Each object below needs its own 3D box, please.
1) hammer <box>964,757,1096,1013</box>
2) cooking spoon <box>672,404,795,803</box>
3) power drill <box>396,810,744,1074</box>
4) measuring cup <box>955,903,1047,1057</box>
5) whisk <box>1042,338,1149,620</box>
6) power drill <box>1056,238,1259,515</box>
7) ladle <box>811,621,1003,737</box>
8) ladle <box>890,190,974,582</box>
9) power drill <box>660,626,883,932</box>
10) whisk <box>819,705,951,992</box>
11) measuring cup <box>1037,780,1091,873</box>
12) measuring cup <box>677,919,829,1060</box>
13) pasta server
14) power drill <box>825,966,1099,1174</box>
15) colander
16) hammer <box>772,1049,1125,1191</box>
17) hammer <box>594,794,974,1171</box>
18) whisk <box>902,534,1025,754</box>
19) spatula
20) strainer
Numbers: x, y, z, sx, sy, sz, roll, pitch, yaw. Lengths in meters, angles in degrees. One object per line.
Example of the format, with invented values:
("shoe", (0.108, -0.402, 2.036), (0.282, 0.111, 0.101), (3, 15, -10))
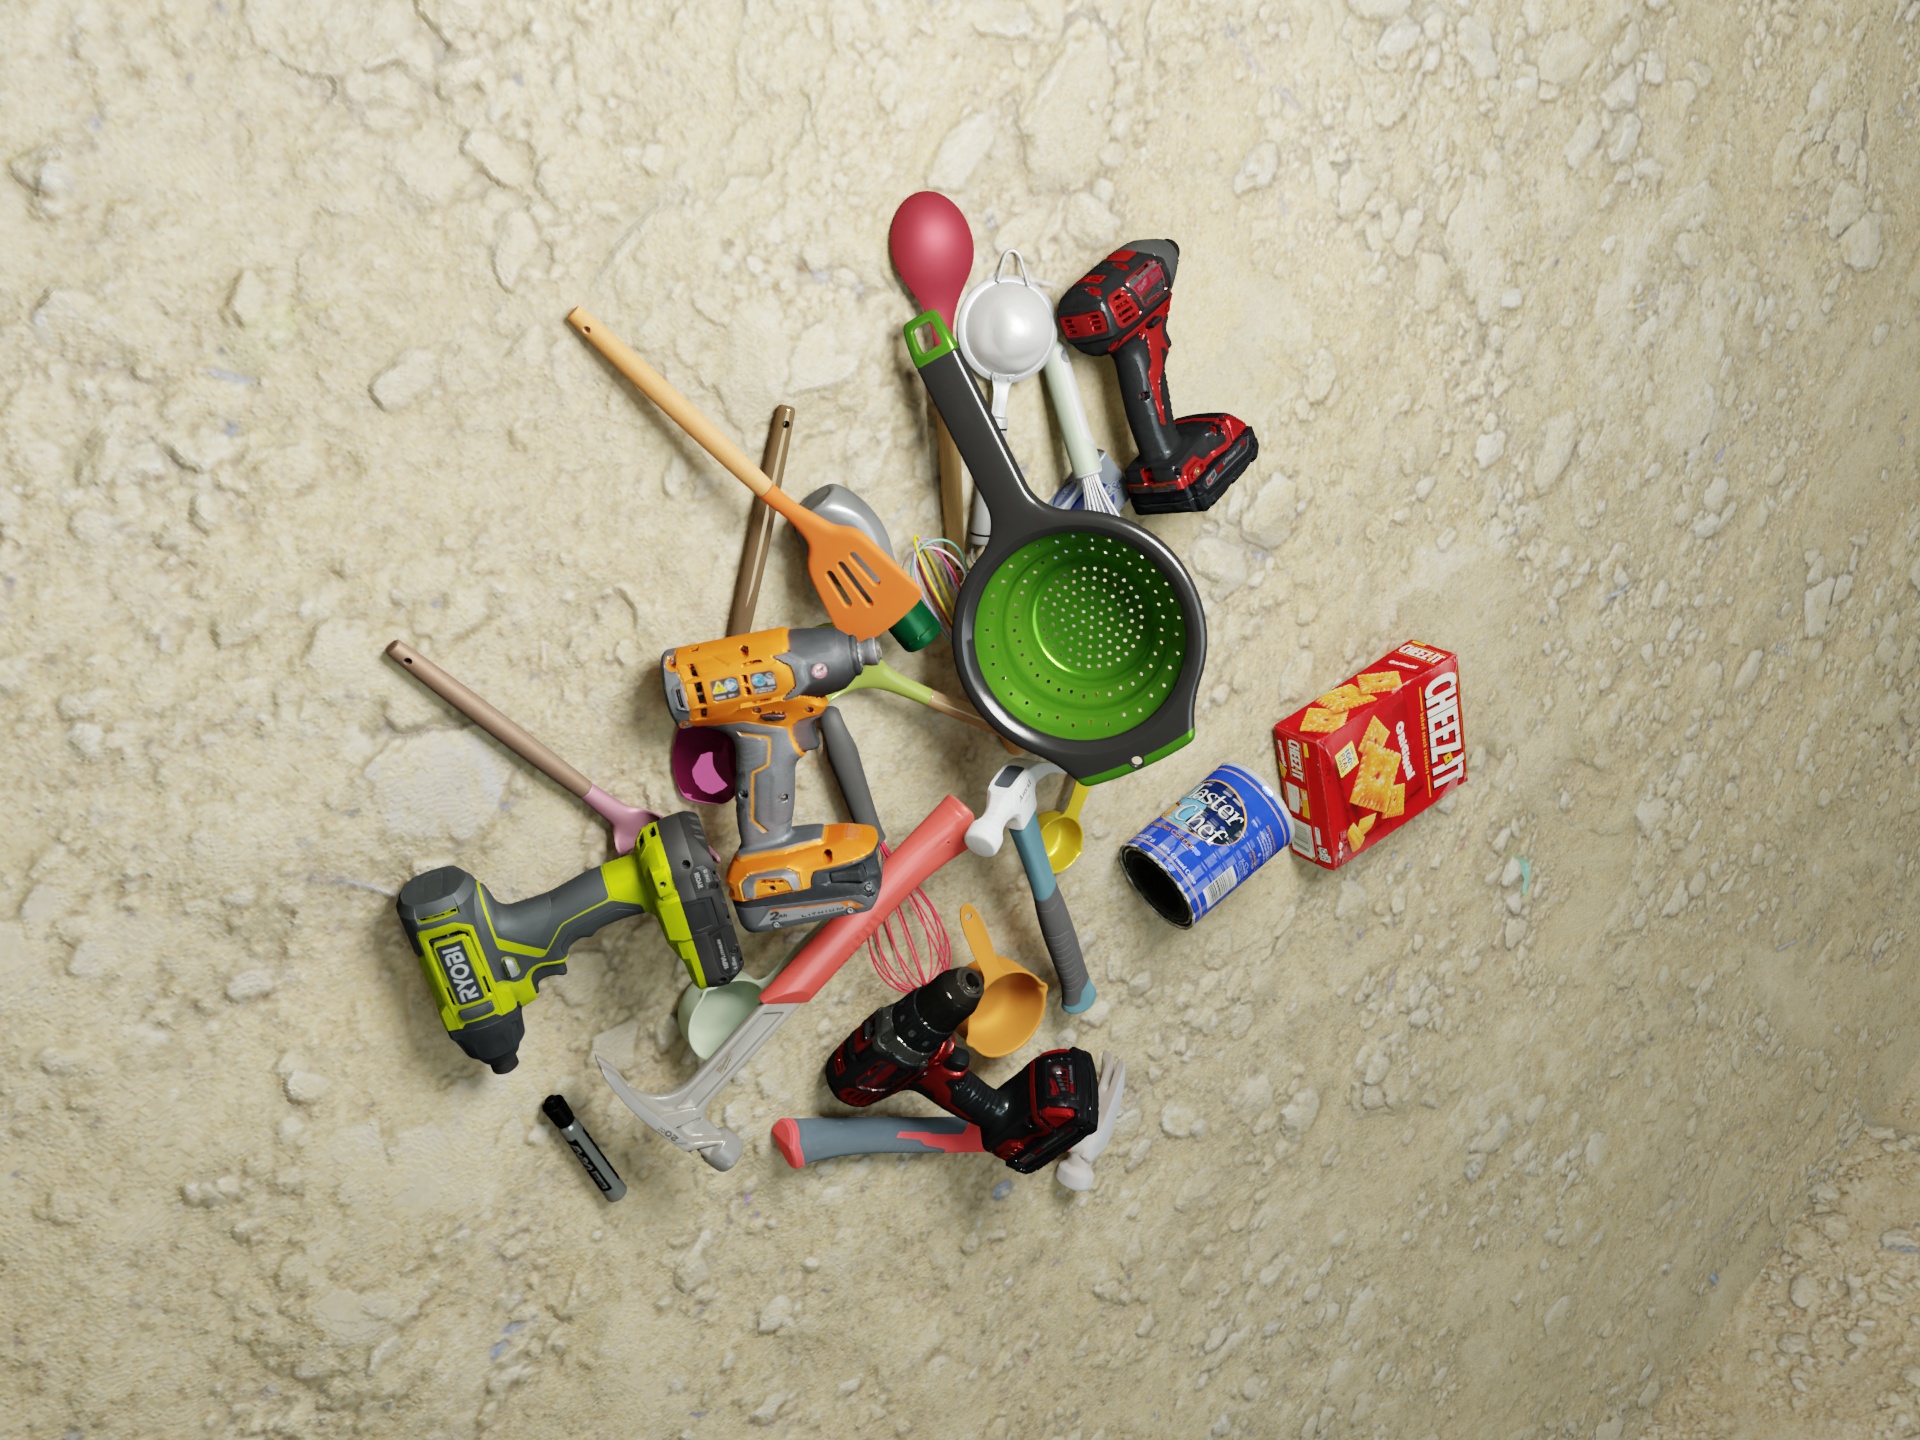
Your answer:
("hammer", (0.077, 0.161, 1.432), (0.128, 0.033, 0.330), (-59, 146, -34))
("cooking spoon", (-0.168, -0.087, 1.237), (0.068, 0.017, 0.319), (9, 102, -21))
("power drill", (-0.285, 0.167, 1.192), (0.223, 0.080, 0.171), (-17, 118, -10))
("measuring cup", (0.017, 0.229, 1.463), (0.095, 0.052, 0.173), (-32, 121, -21))
("whisk", (0.111, -0.201, 1.343), (0.058, 0.059, 0.246), (-34, 109, -56))
("power drill", (0.170, -0.296, 1.354), (0.143, 0.078, 0.219), (-47, 124, -34))
("ladle", (-0.002, -0.004, 1.324), (0.320, 0.062, 0.078), (21, 115, -27))
("ladle", (-0.013, -0.260, 1.278), (0.069, 0.031, 0.315), (-14, 116, -20))
("power drill", (-0.123, 0.038, 1.220), (0.164, 0.084, 0.226), (-11, 109, 3))
("whisk", (-0.070, 0.119, 1.360), (0.073, 0.073, 0.295), (-28, 116, -24))
("measuring cup", (0.102, 0.066, 1.478), (0.062, 0.029, 0.156), (20, 92, -38))
("measuring cup", (-0.167, 0.214, 1.338), (0.167, 0.038, 0.083), (-43, 126, -17))
("pasta server", (-0.297, 0.040, 1.182), (0.060, 0.040, 0.315), (-45, 126, 2))
("power drill", (0.018, 0.304, 1.404), (0.226, 0.080, 0.188), (28, 127, -25))
("colander", (0.064, -0.147, 1.287), (0.204, 0.094, 0.397), (-25, 99, 18))
("hammer", (-0.002, 0.380, 1.513), (0.386, 0.038, 0.143), (11, 99, -37))
("hammer", (-0.125, 0.195, 1.299), (0.359, 0.037, 0.149), (-47, 117, -8))
("whisk", (0.009, -0.062, 1.359), (0.051, 0.047, 0.244), (-38, 129, -14))
("spatula", (-0.161, -0.180, 1.162), (0.081, 0.041, 0.322), (-34, 119, 26))
("strainer", (0.033, -0.252, 1.305), (0.087, 0.050, 0.258), (1, 110, -19))
